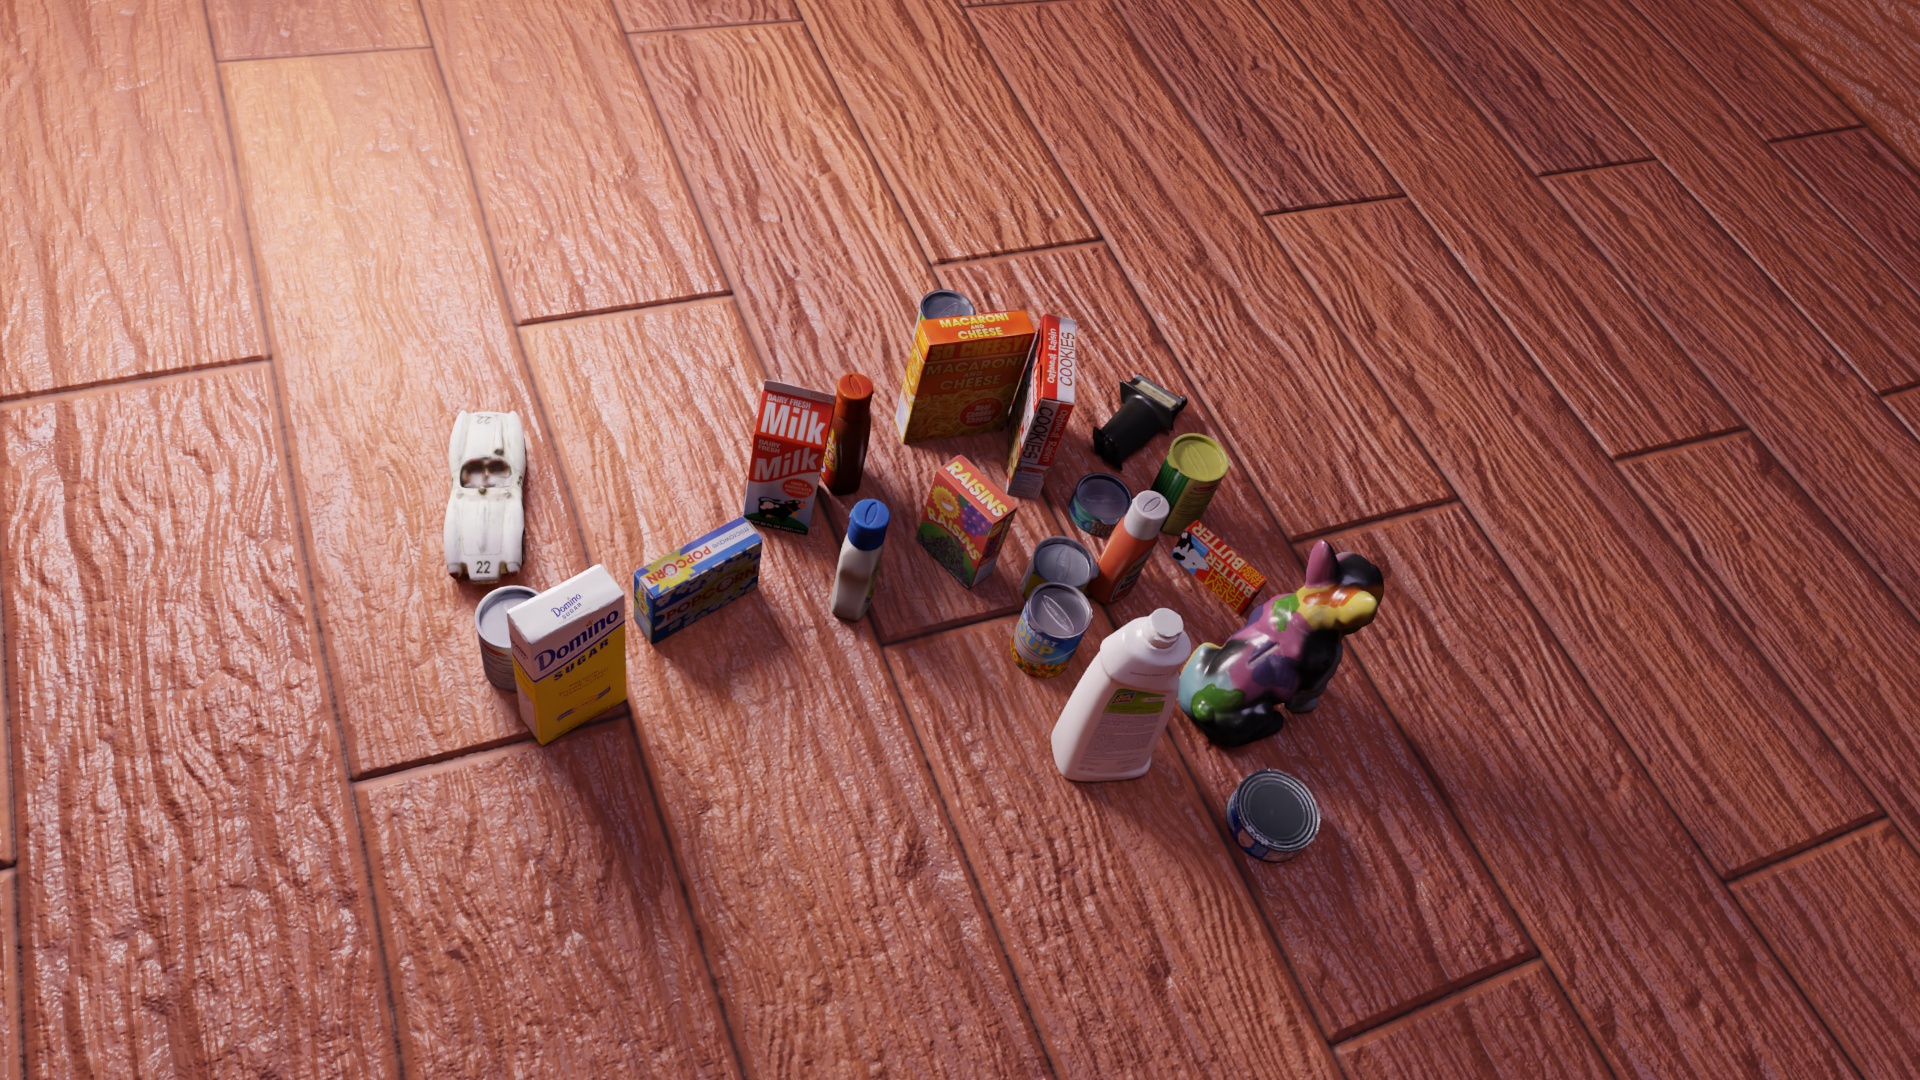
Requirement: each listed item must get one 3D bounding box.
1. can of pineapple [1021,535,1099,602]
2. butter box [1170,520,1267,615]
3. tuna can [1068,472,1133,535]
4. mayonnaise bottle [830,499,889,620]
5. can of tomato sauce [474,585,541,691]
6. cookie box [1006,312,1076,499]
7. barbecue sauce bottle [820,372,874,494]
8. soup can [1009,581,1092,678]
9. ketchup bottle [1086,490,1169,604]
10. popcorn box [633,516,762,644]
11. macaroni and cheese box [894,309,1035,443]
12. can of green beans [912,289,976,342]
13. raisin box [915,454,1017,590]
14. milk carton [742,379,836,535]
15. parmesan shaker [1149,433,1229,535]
[{"bbox_3d":[0.103,0.039,1.455,0.071,0.057,0.071,7,54,-9],"label":"can of pineapple"},{"bbox_3d":[0.280,0.030,1.507,0.103,0.052,0.024,42,57,17],"label":"butter box"},{"bbox_3d":[0.156,-0.038,1.538,0.071,0.032,0.071,7,54,-9],"label":"tuna can"},{"bbox_3d":[-0.098,0.017,1.366,0.041,0.147,0.065,18,53,-1],"label":"mayonnaise bottle"},{"bbox_3d":[-0.407,0.090,1.279,0.071,0.082,0.071,7,54,-9],"label":"can of tomato sauce"},{"bbox_3d":[0.086,-0.145,1.514,0.040,0.166,0.123,9,54,-7],"label":"cookie box"},{"bbox_3d":[-0.119,-0.114,1.455,0.044,0.147,0.065,-11,59,-20],"label":"barbecue sauce bottle"},{"bbox_3d":[0.088,0.092,1.397,0.071,0.083,0.072,7,54,-9],"label":"soup can"},{"bbox_3d":[0.176,0.005,1.440,0.043,0.148,0.065,43,57,17],"label":"ketchup bottle"},{"bbox_3d":[-0.255,0.038,1.352,0.127,0.084,0.038,-30,67,-30],"label":"popcorn box"},{"bbox_3d":[0.002,-0.179,1.519,0.124,0.165,0.040,-9,58,-19],"label":"macaroni and cheese box"},{"bbox_3d":[-0.020,-0.251,1.634,0.071,0.057,0.071,7,54,-9],"label":"can of green beans"},{"bbox_3d":[0.005,-0.018,1.431,0.040,0.122,0.086,-34,69,-31],"label":"raisin box"},{"bbox_3d":[-0.172,-0.093,1.401,0.072,0.189,0.074,12,53,-5],"label":"milk carton"},{"bbox_3d":[0.245,-0.061,1.532,0.071,0.102,0.071,7,54,-9],"label":"parmesan shaker"}]
